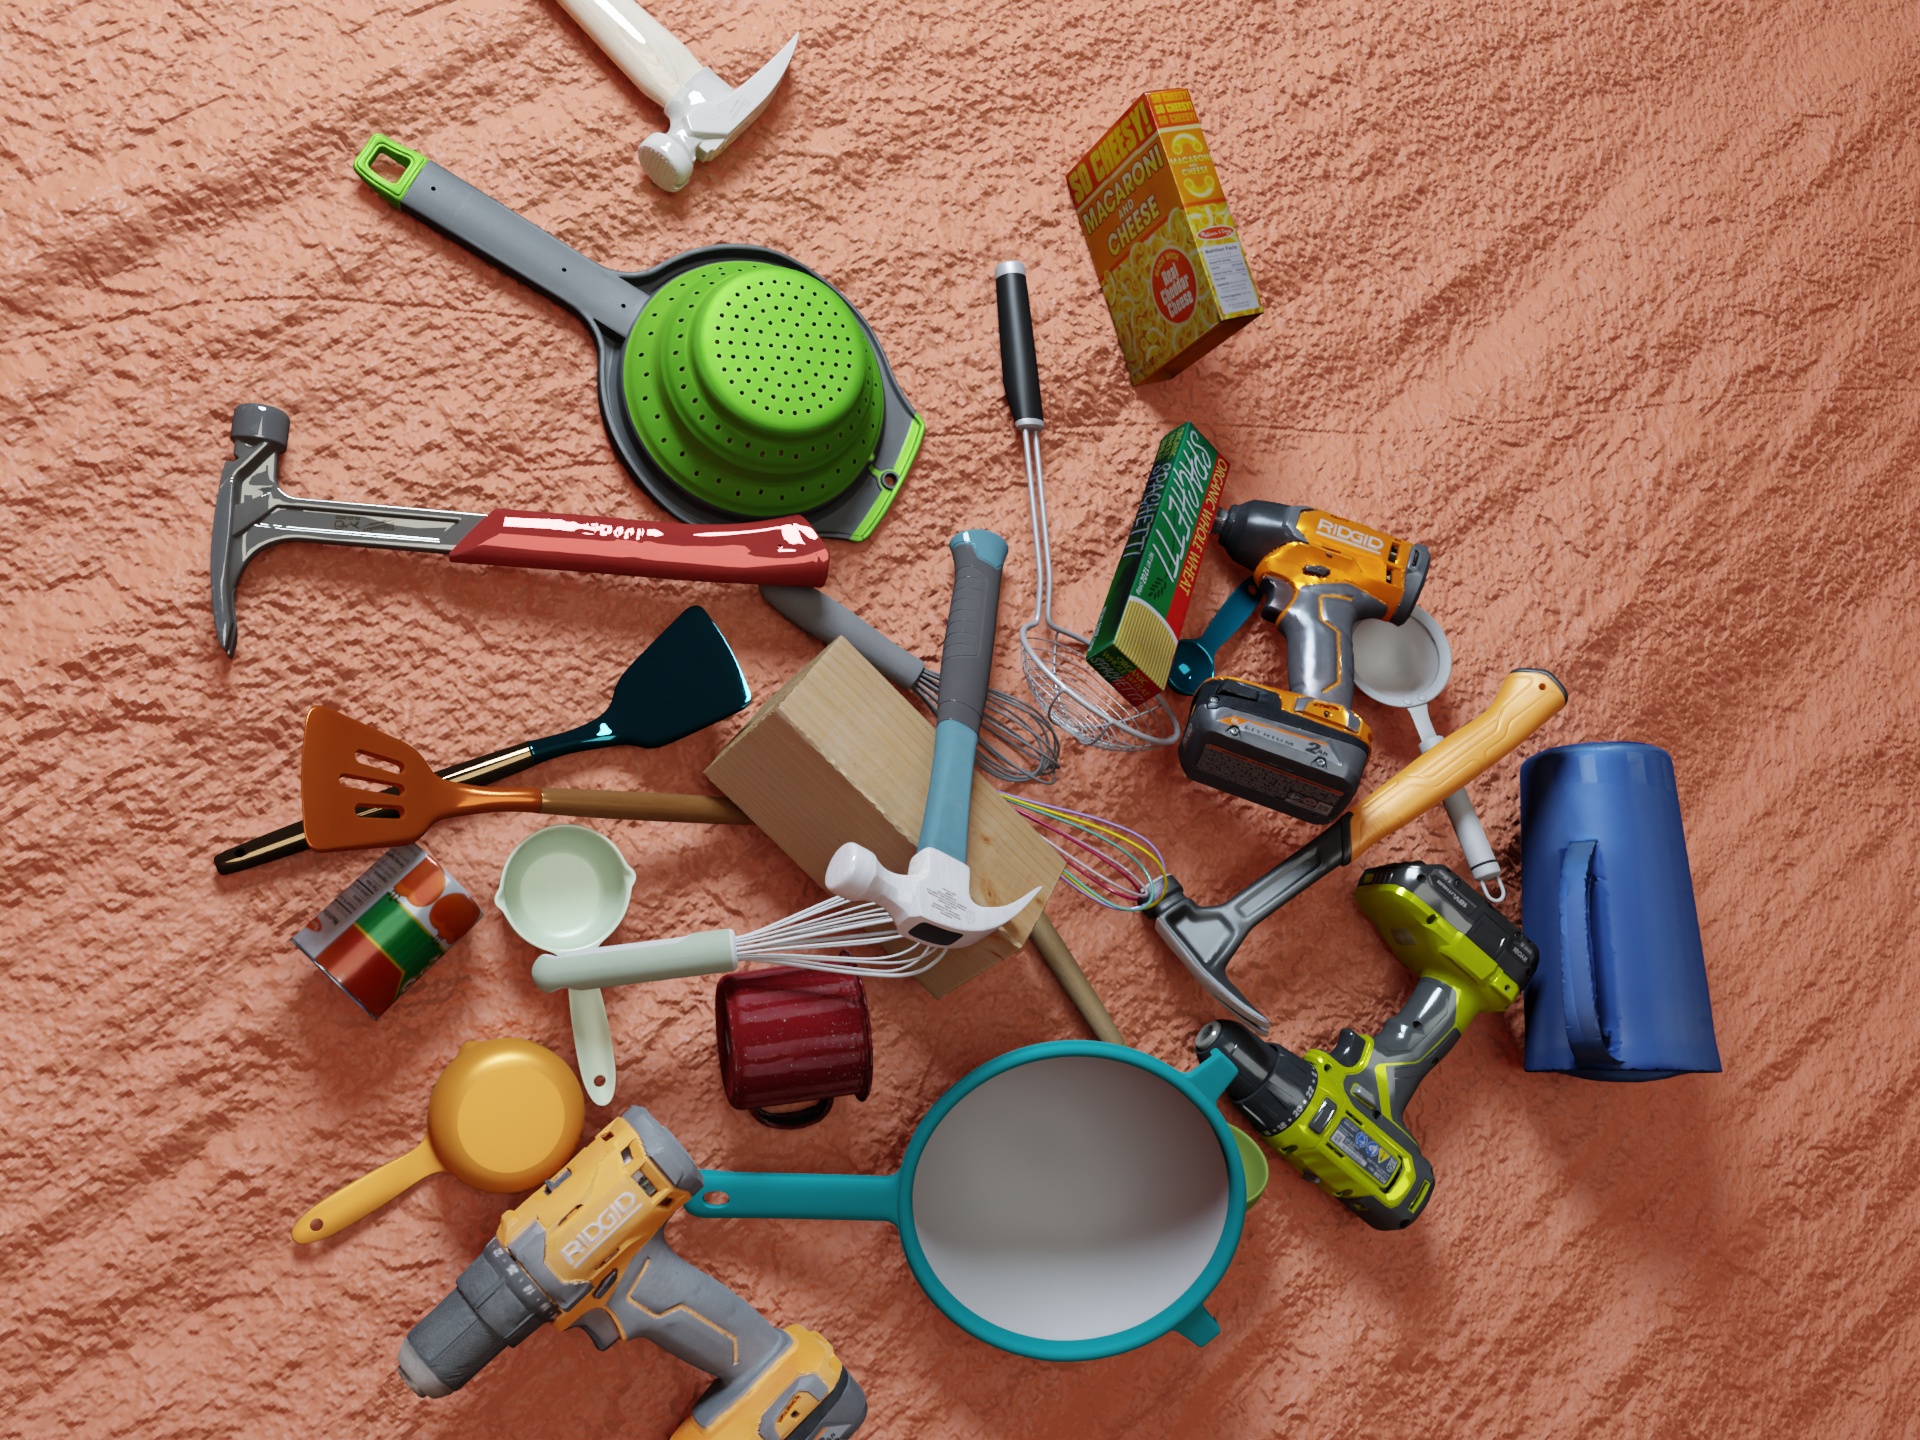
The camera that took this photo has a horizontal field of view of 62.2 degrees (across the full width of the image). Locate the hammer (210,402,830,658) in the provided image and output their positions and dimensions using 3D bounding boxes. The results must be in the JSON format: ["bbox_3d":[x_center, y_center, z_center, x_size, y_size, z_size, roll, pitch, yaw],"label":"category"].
[{"bbox_3d":[-0.259,-0.101,0.970,0.359,0.036,0.149,4,79,-15],"label":"hammer"}]

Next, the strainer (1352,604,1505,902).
[{"bbox_3d":[0.339,0.013,1.159,0.087,0.050,0.259,-12,68,-13],"label":"strainer"}]

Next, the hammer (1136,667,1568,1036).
[{"bbox_3d":[0.291,0.074,1.098,0.337,0.034,0.127,-35,63,-10],"label":"hammer"}]

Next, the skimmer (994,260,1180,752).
[{"bbox_3d":[0.078,-0.153,1.090,0.127,0.090,0.363,6,74,-51],"label":"skimmer"}]

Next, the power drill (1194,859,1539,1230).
[{"bbox_3d":[0.285,0.212,1.114,0.190,0.080,0.228,41,72,-8],"label":"power drill"}]

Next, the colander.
[{"bbox_3d":[-0.193,-0.263,1.004,0.397,0.094,0.204,30,72,-14],"label":"colander"}]

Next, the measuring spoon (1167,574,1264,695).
[{"bbox_3d":[0.184,-0.063,1.158,0.042,0.021,0.129,46,60,-5],"label":"measuring spoon"}]

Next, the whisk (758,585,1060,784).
[{"bbox_3d":[-0.032,-0.028,1.052,0.239,0.055,0.055,33,71,-8],"label":"whisk"}]

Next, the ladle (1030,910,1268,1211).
[{"bbox_3d":[0.098,0.192,1.059,0.078,0.062,0.320,-33,90,-49],"label":"ladle"}]

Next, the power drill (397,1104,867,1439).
[{"bbox_3d":[-0.183,0.360,0.898,0.185,0.084,0.226,-41,103,-21],"label":"power drill"}]

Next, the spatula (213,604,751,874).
[{"bbox_3d":[-0.283,0.022,0.950,0.317,0.044,0.082,-22,65,-21],"label":"spatula"}]

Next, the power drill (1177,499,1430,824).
[{"bbox_3d":[0.225,-0.056,1.109,0.164,0.084,0.227,20,60,5],"label":"power drill"}]

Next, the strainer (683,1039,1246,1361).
[{"bbox_3d":[0.002,0.281,0.994,0.340,0.095,0.211,1,103,0],"label":"strainer"}]

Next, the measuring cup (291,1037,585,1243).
[{"bbox_3d":[-0.295,0.247,0.901,0.173,0.052,0.095,-29,92,-24],"label":"measuring cup"}]

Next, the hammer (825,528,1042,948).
[{"bbox_3d":[-0.002,-0.003,0.984,0.128,0.033,0.331,31,43,-23],"label":"hammer"}]

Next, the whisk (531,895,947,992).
[{"bbox_3d":[-0.125,0.132,0.928,0.246,0.058,0.059,-6,84,-7],"label":"whisk"}]

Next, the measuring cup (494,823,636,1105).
[{"bbox_3d":[-0.230,0.146,0.953,0.083,0.038,0.167,-9,86,-22],"label":"measuring cup"}]

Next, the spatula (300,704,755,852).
[{"bbox_3d":[-0.221,0.047,0.934,0.322,0.041,0.081,5,70,-33],"label":"spatula"}]

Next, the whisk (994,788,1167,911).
[{"bbox_3d":[0.025,0.061,1.046,0.245,0.047,0.051,29,58,-1],"label":"whisk"}]

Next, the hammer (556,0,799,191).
[{"bbox_3d":[-0.295,-0.538,1.045,0.410,0.038,0.146,42,68,-9],"label":"hammer"}]
